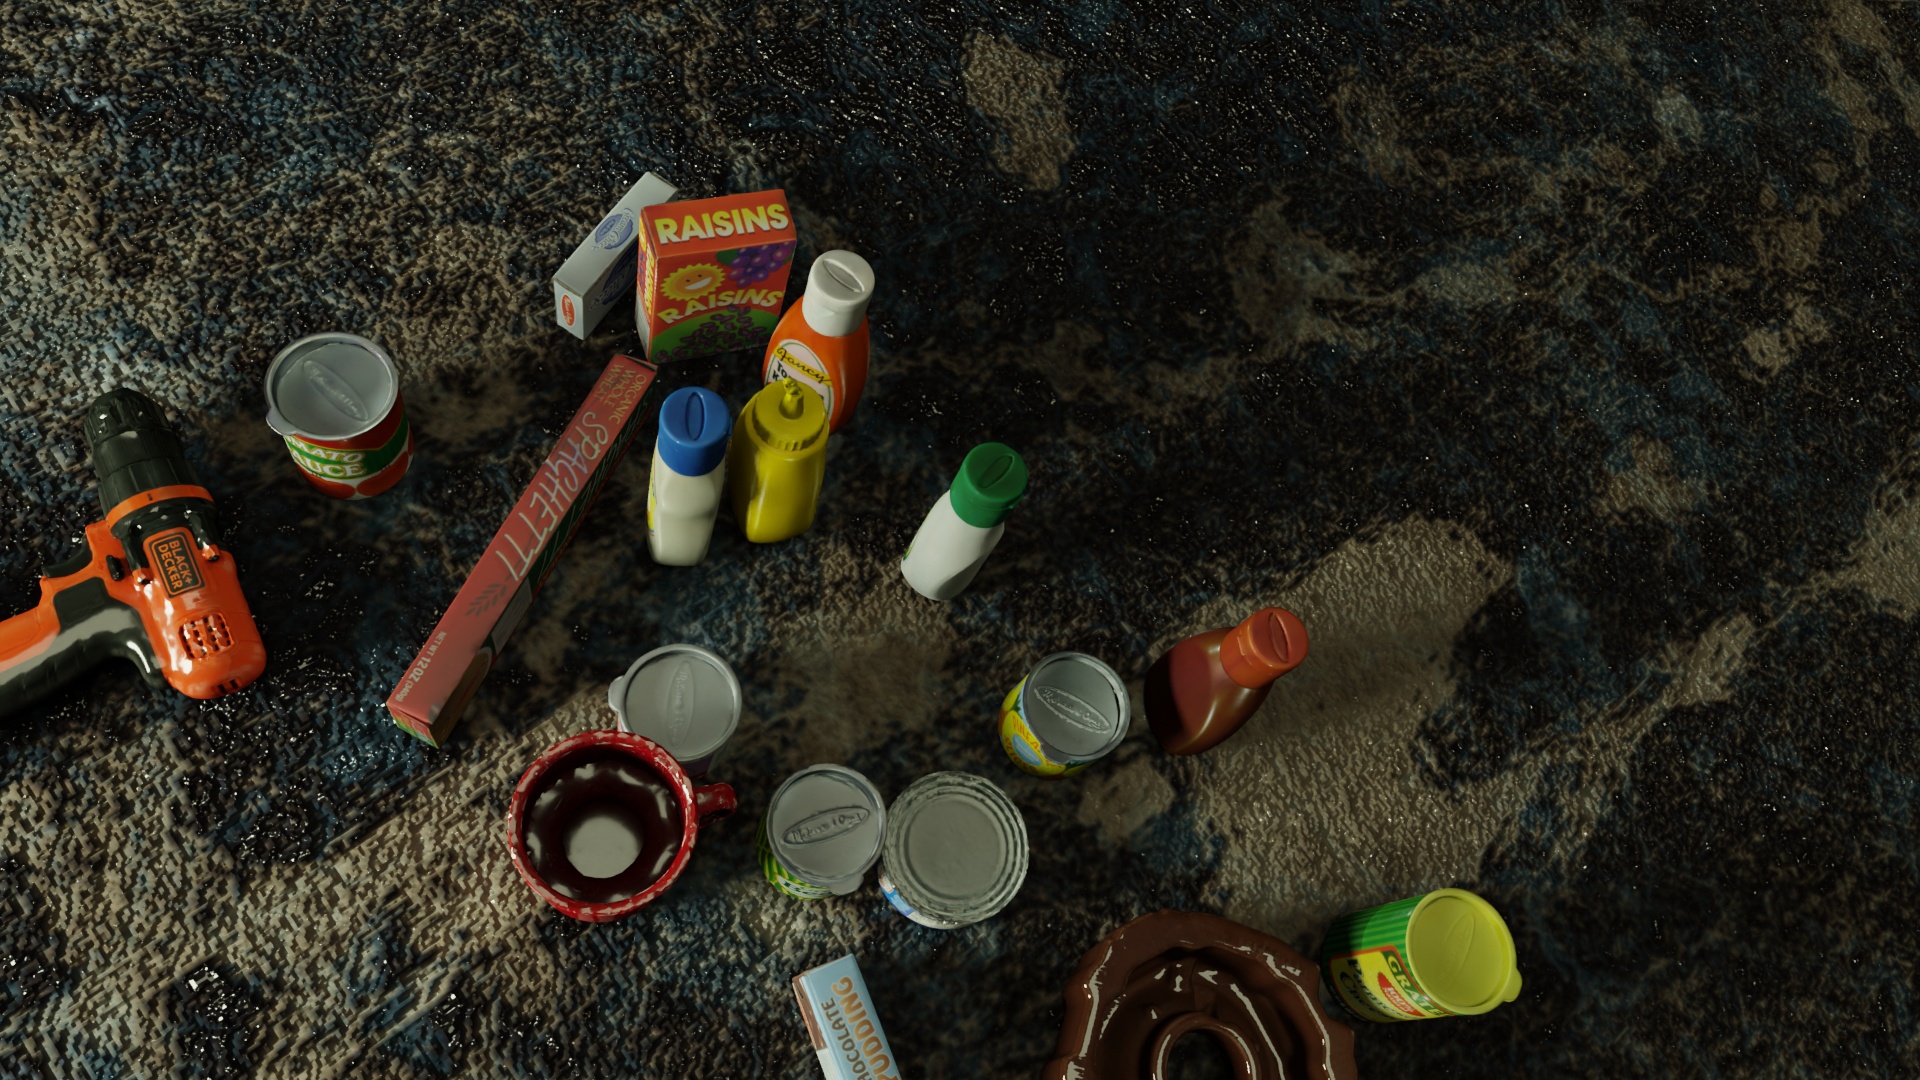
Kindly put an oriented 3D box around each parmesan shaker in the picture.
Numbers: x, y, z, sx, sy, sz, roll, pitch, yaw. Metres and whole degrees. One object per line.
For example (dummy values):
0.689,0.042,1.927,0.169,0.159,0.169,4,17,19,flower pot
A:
0.262,0.243,0.798,0.071,0.102,0.071,5,67,-13,parmesan shaker

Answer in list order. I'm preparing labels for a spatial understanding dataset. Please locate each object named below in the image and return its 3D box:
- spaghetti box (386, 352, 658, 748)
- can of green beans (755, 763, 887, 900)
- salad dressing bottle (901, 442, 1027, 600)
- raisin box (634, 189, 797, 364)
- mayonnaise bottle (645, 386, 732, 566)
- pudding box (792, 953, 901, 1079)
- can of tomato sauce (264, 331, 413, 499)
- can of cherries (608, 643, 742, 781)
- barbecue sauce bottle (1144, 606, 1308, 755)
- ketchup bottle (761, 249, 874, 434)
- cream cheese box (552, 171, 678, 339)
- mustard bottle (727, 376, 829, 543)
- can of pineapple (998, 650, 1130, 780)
-0.245,0.000,0.797,0.029,0.050,0.251,27,63,-3,spaghetti box
-0.078,0.162,0.768,0.071,0.057,0.071,5,66,-13,can of green beans
0.003,-0.010,0.813,0.044,0.147,0.064,43,64,5,salad dressing bottle
-0.151,-0.160,0.849,0.086,0.123,0.040,-12,71,-19,raisin box
-0.154,-0.037,0.782,0.041,0.147,0.065,2,67,-14,mayonnaise bottle
-0.059,0.264,0.734,0.030,0.049,0.084,-18,73,-21,pudding box
-0.347,-0.067,0.780,0.071,0.082,0.071,5,67,-13,can of tomato sauce
-0.160,0.097,0.774,0.071,0.058,0.072,5,66,-13,can of cherries
0.154,0.080,0.814,0.044,0.148,0.065,-4,69,-16,barbecue sauce bottle
-0.082,-0.120,0.837,0.065,0.148,0.044,37,64,2,ketchup bottle
-0.218,-0.181,0.879,0.024,0.053,0.104,32,63,0,cream cheese box
-0.103,-0.051,0.795,0.049,0.159,0.065,-11,71,-19,mustard bottle
0.059,0.106,0.828,0.071,0.057,0.071,5,66,-13,can of pineapple
